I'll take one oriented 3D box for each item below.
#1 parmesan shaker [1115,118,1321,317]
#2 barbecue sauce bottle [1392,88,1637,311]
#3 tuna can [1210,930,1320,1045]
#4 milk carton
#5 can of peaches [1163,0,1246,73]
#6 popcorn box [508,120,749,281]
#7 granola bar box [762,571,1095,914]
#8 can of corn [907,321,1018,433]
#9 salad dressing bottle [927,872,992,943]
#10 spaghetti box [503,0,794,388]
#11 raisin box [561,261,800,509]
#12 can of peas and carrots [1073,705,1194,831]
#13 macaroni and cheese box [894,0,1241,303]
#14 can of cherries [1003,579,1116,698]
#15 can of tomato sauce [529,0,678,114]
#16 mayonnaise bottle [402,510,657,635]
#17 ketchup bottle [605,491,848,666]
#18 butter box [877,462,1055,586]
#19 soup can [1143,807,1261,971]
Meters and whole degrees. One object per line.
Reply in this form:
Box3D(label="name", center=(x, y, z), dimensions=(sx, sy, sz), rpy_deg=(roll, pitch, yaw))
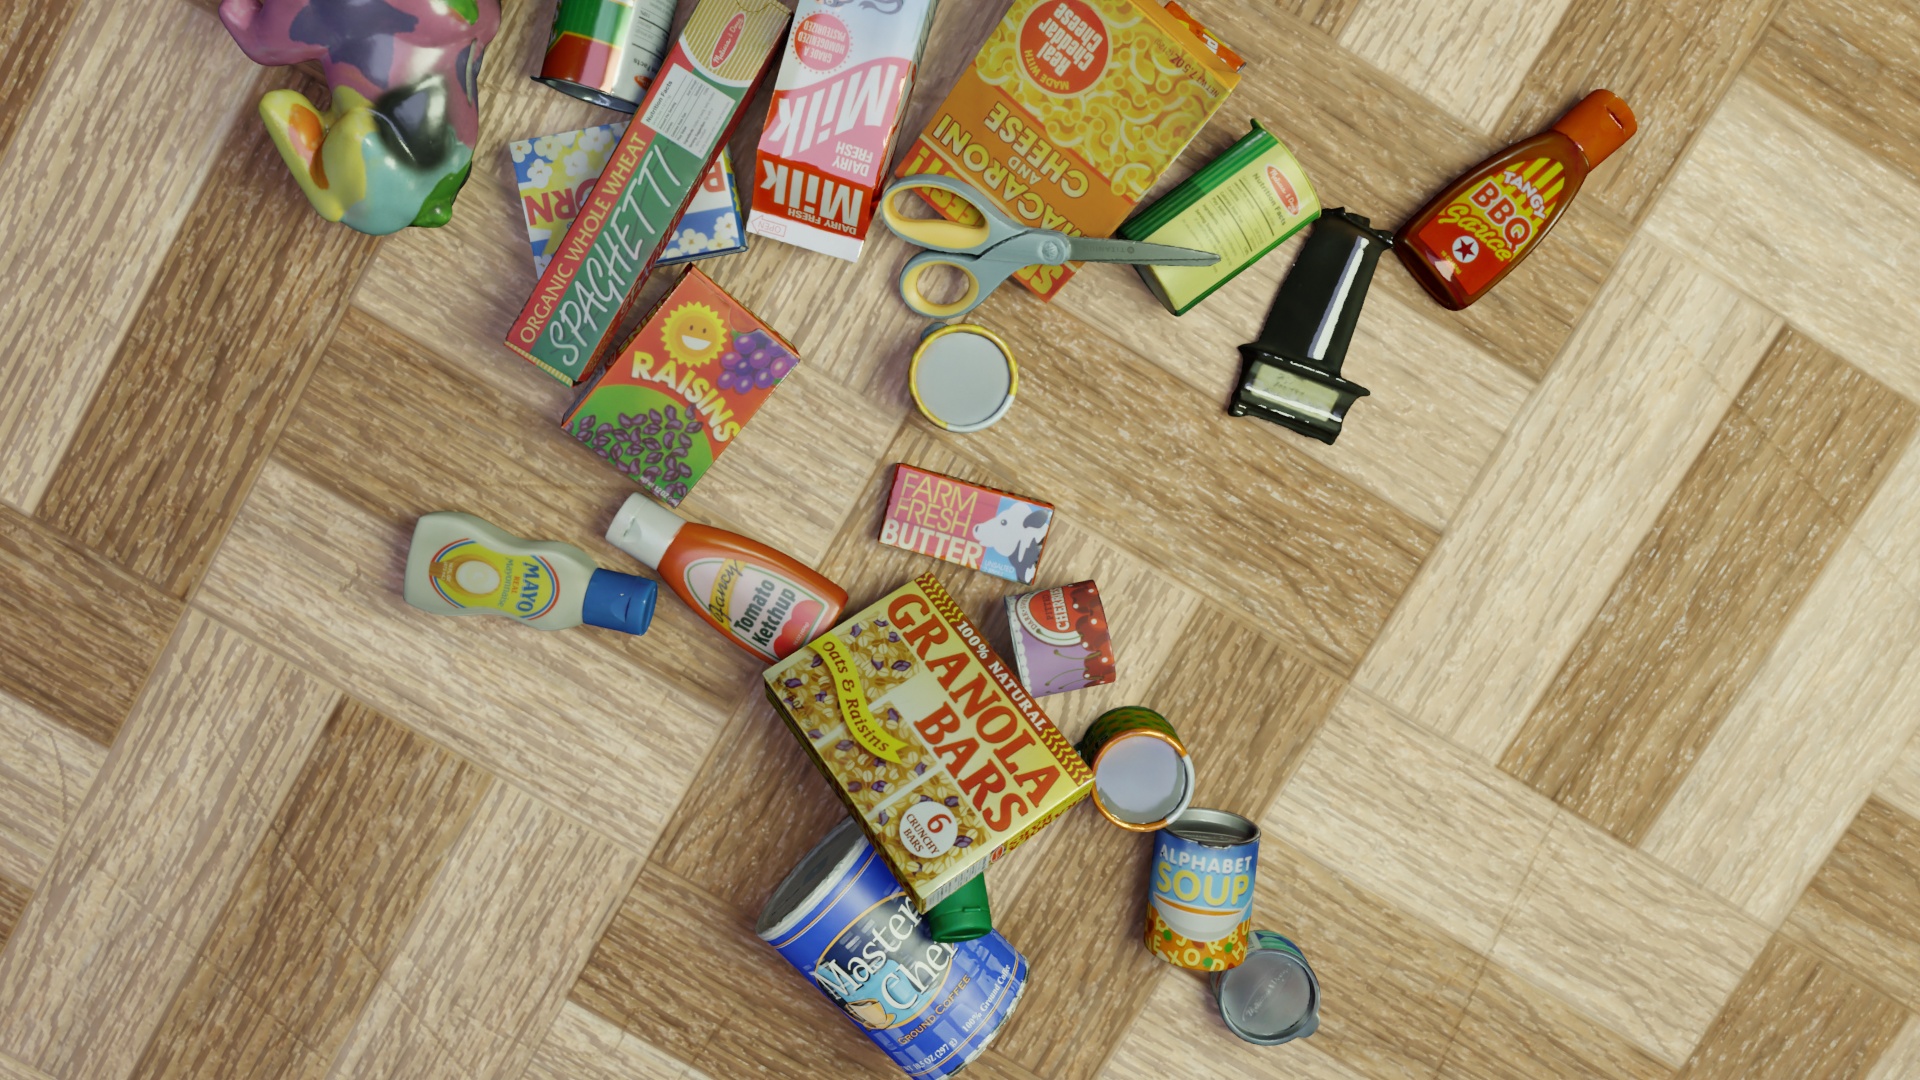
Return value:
Box3D(label="parmesan shaker", center=(0.151, -0.191, 0.828), dimensions=(0.103, 0.071, 0.071), rpy_deg=(-35, 96, 5))
Box3D(label="barbecue sauce bottle", center=(0.337, -0.209, 0.838), dimensions=(0.148, 0.044, 0.065), rpy_deg=(-41, 95, 4))
Box3D(label="tuna can", center=(0.200, 0.292, 0.904), dimensions=(0.071, 0.033, 0.071), rpy_deg=(0, 97, 0))
Box3D(label="milk carton", center=(-0.067, -0.264, 0.814), dimensions=(0.072, 0.073, 0.190), rpy_deg=(16, 97, -3))
Box3D(label="can of peaches", center=(0.125, -0.273, 0.815), dimensions=(0.058, 0.071, 0.071), rpy_deg=(39, 96, -4))
Box3D(label="popcorn box", center=(-0.198, -0.207, 0.838), dimensions=(0.127, 0.038, 0.085), rpy_deg=(-10, 98, 1))
Box3D(label="granola bar box", center=(-0.020, 0.115, 0.821), dimensions=(0.124, 0.039, 0.166), rpy_deg=(-32, 66, -18))
Box3D(label="can of corn", center=(0.000, -0.101, 0.842), dimensions=(0.071, 0.058, 0.071), rpy_deg=(0, 97, 0))
Box3D(label="salad dressing bottle", center=(-0.011, 0.166, 0.843), dimensions=(0.064, 0.043, 0.148), rpy_deg=(5, 57, -24))
Box3D(label="spaghetti box", center=(-0.180, -0.207, 0.803), dimensions=(0.050, 0.029, 0.249), rpy_deg=(32, 95, -4))
Box3D(label="raisin box", center=(-0.169, -0.094, 0.841), dimensions=(0.086, 0.040, 0.123), rpy_deg=(39, 95, -21))
Box3D(label="can of peas and carrots", center=(0.108, 0.142, 0.872), dimensions=(0.071, 0.059, 0.071), rpy_deg=(0, 97, 0))
Box3D(label="macaroni and cheese box", center=(0.058, -0.238, 0.798), dimensions=(0.123, 0.040, 0.165), rpy_deg=(40, 125, -4))
Box3D(label="can of cherries", center=(0.061, 0.059, 0.856), dimensions=(0.058, 0.071, 0.071), rpy_deg=(-11, 97, 1))
Box3D(label="can of tomato sauce", center=(-0.206, -0.300, 0.813), dimensions=(0.071, 0.071, 0.083), rpy_deg=(15, 96, -2))
Box3D(label="mayonnaise bottle", center=(-0.266, 0.026, 0.865), dimensions=(0.148, 0.041, 0.064), rpy_deg=(13, 96, -1))
Box3D(label="ketchup bottle", center=(-0.147, 0.022, 0.864), dimensions=(0.149, 0.043, 0.064), rpy_deg=(31, 102, -3))
Box3D(label="butter box", center=(0.003, -0.011, 0.870), dimensions=(0.103, 0.024, 0.053), rpy_deg=(16, 97, -2))
Box3D(label="soup can", center=(0.152, 0.220, 0.875), dimensions=(0.071, 0.071, 0.083), rpy_deg=(5, 97, -1))
